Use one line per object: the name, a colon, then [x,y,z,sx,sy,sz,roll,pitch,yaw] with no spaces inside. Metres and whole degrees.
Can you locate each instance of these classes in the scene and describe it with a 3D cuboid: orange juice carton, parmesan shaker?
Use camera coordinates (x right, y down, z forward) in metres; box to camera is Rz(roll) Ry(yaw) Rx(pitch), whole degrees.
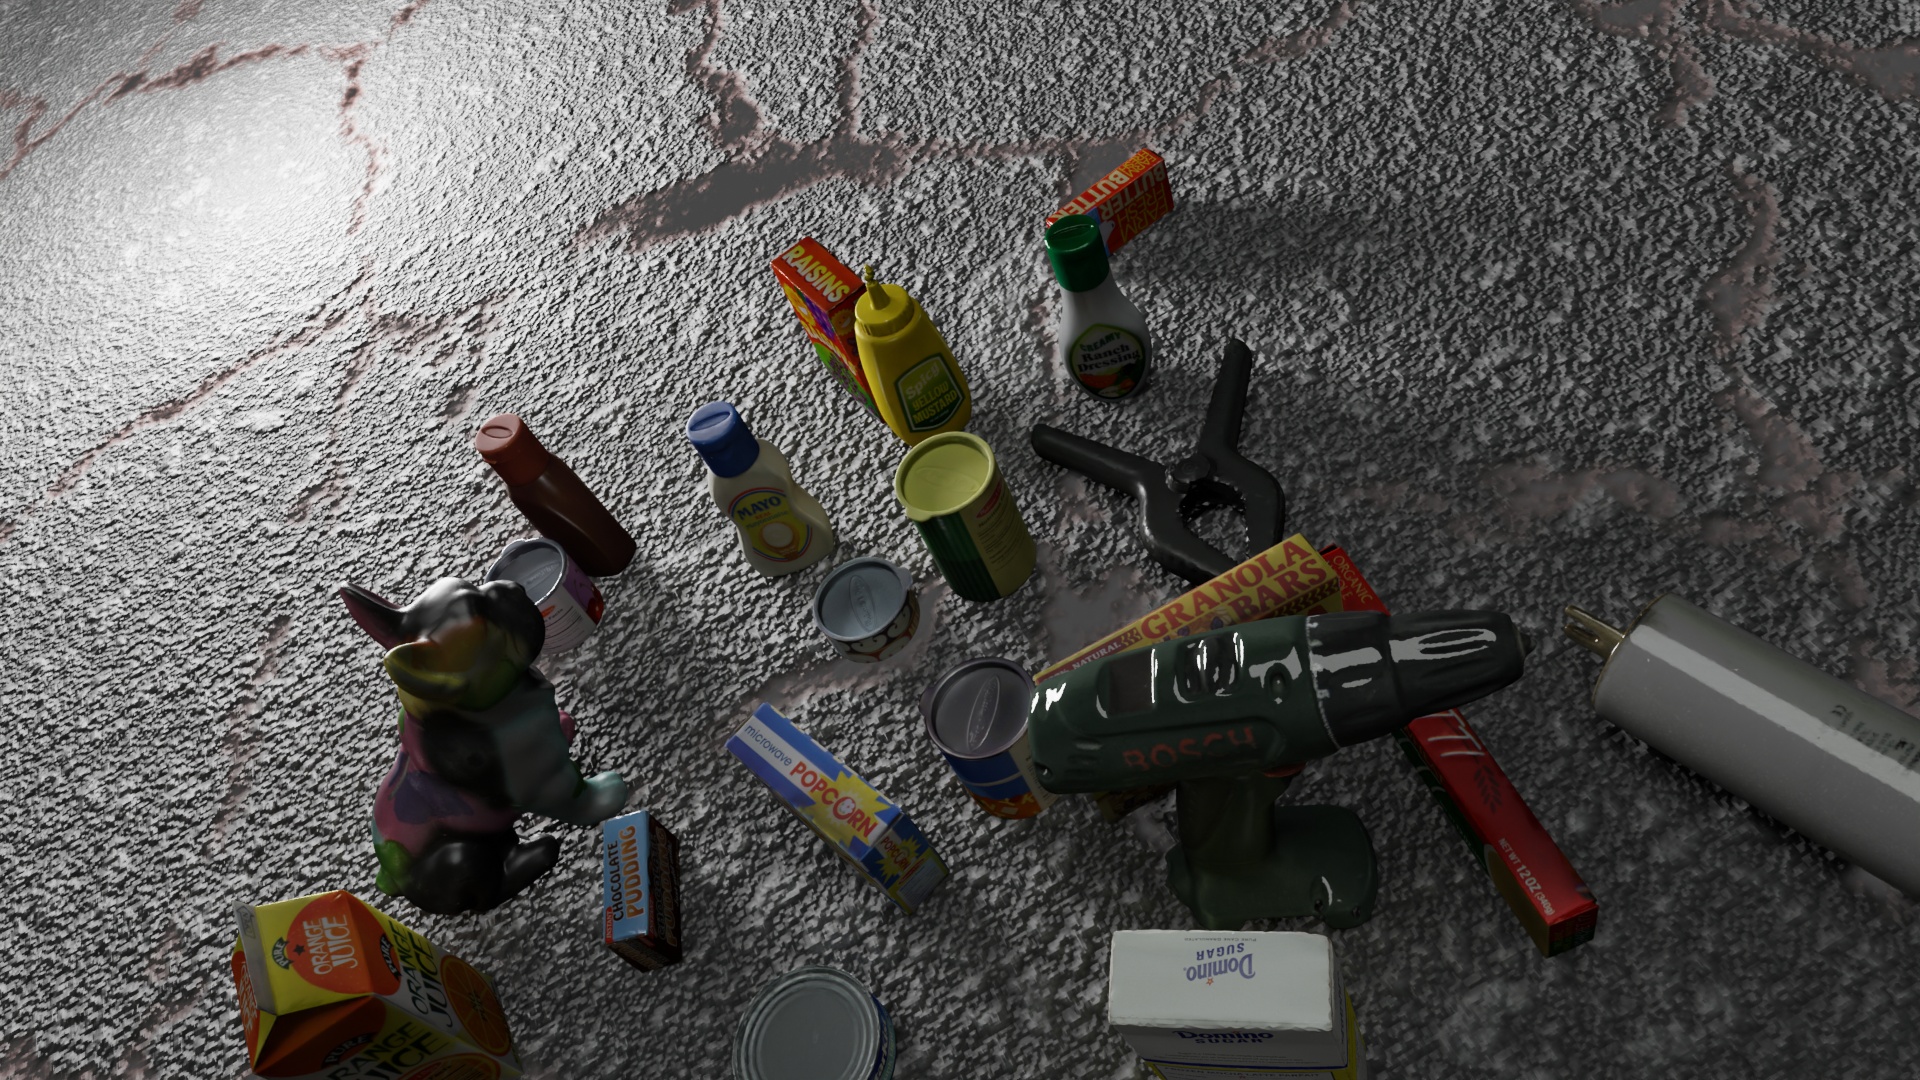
orange juice carton: [-0.330,0.260,0.767,0.073,0.192,0.072,-34,50,-6]
parmesan shaker: [0.003,-0.011,0.905,0.071,0.102,0.071,-10,52,13]

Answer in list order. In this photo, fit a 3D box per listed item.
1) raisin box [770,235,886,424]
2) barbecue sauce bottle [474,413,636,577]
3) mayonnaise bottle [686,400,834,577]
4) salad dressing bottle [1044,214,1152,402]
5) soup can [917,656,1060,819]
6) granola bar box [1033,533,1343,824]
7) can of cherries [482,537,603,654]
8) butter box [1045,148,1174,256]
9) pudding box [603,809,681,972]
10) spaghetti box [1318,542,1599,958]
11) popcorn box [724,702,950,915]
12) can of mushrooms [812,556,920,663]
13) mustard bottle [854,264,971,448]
raisin box: [-0.084,-0.156,1.034,0.040,0.123,0.086,-38,51,-9]
barbecue sauce bottle: [-0.294,-0.031,1.002,0.065,0.148,0.044,12,60,28]
mayonnaise bottle: [-0.139,-0.034,0.946,0.065,0.147,0.041,-21,50,5]
salad dressing bottle: [0.092,-0.157,0.953,0.064,0.147,0.044,-13,51,11]
soup can: [0.021,0.116,0.814,0.071,0.083,0.072,-10,52,13]
granola bar box: [0.134,0.079,0.774,0.165,0.123,0.039,-28,50,-1]
can of cherries: [-0.302,0.039,1.010,0.071,0.058,0.072,-10,52,13]
butter box: [0.117,-0.253,1.077,0.104,0.053,0.024,-38,51,-9]
pudding box: [-0.194,0.212,0.845,0.030,0.049,0.084,-18,51,8]
spaghetti box: [0.257,0.105,0.756,0.029,0.050,0.251,-26,50,1]
popcorn box: [-0.073,0.157,0.818,0.127,0.085,0.038,31,70,36]
can of mushrooms: [-0.060,0.046,0.931,0.071,0.033,0.071,-10,52,13]
mustard bottle: [-0.040,-0.131,0.974,0.065,0.159,0.049,-35,50,-7]
